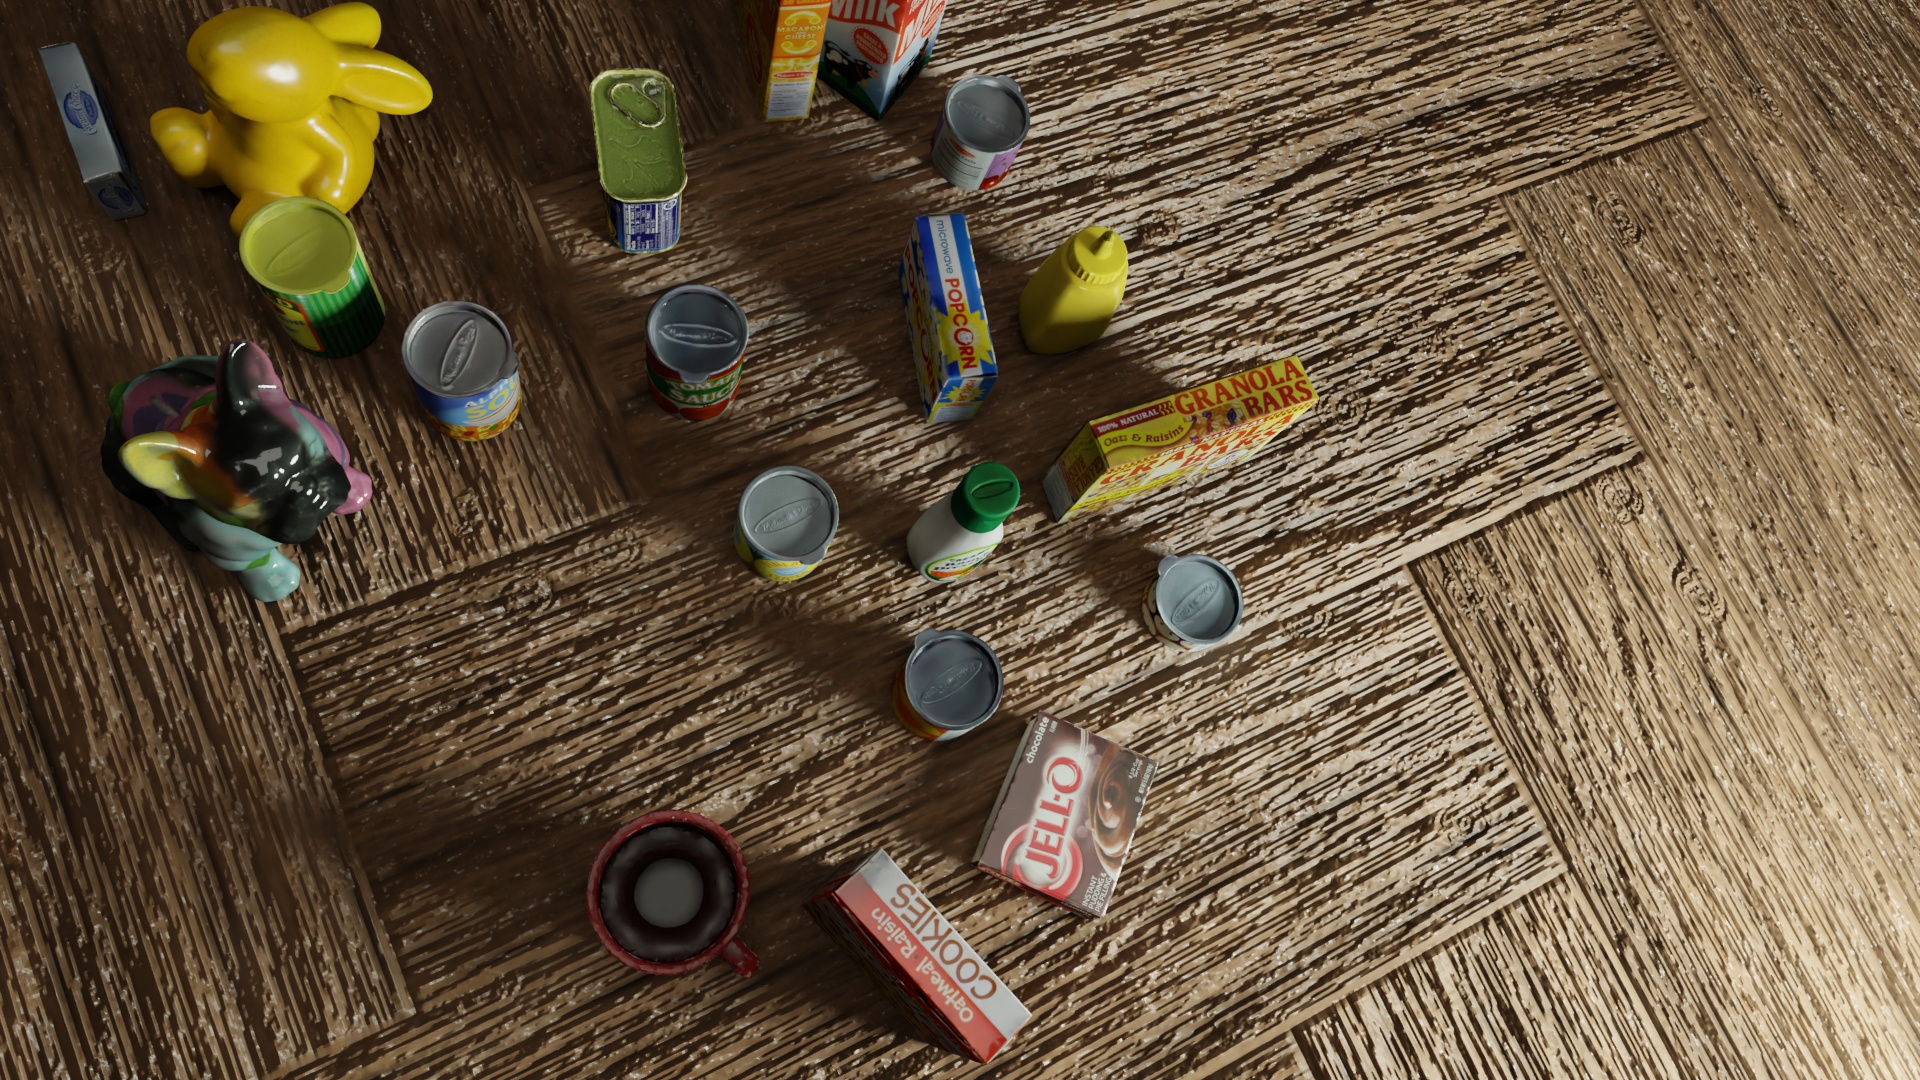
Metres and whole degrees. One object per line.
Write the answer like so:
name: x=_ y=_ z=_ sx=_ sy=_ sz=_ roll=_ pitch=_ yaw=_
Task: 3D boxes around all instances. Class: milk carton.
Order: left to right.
milk carton: x=-0.055 y=-0.395 z=0.996 sx=0.073 sy=0.190 sz=0.072 roll=36 pitch=70 yaw=0

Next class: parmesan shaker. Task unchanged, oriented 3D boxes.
parmesan shaker: x=-0.411 y=-0.164 z=0.892 sx=0.071 sy=0.102 sz=0.071 roll=4 pitch=73 yaw=-11

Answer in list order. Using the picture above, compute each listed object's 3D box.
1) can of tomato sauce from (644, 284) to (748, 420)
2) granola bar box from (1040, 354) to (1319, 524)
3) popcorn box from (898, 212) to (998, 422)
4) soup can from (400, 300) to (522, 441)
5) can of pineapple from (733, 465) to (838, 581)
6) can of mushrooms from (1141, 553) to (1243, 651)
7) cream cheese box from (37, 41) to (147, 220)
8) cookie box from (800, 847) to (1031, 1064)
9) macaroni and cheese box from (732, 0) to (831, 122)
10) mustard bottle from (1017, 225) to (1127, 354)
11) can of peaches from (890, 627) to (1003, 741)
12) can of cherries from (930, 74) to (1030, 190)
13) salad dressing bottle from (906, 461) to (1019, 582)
can of tomato sauce: x=-0.179 y=-0.124 z=0.942 sx=0.071 sy=0.083 sz=0.071 roll=4 pitch=73 yaw=-11
granola bar box: x=0.150 y=-0.071 z=0.977 sx=0.166 sy=0.124 sz=0.039 roll=-19 pitch=79 yaw=-17
popcorn box: x=-0.011 y=-0.157 z=0.989 sx=0.038 sy=0.085 sz=0.127 roll=-7 pitch=75 yaw=-14
soup can: x=-0.320 y=-0.107 z=0.905 sx=0.071 sy=0.083 sz=0.071 roll=4 pitch=73 yaw=-11
can of pineapple: x=-0.118 y=-0.009 z=0.934 sx=0.071 sy=0.057 sz=0.071 roll=4 pitch=73 yaw=-12
can of mushrooms: x=0.164 y=0.043 z=0.994 sx=0.071 sy=0.033 sz=0.071 roll=4 pitch=73 yaw=-12
cream cheese box: x=-0.571 y=-0.269 z=0.915 sx=0.024 sy=0.053 sz=0.104 roll=-21 pitch=79 yaw=-18
cookie box: x=-0.032 y=0.244 z=0.817 sx=0.040 sy=0.167 sz=0.123 roll=-42 pitch=86 yaw=-20
macaroni and cheese box: x=-0.131 y=-0.399 z=0.993 sx=0.040 sy=0.166 sz=0.124 roll=-11 pitch=76 yaw=-15
mustard bottle: x=0.085 y=-0.182 z=0.978 sx=0.065 sy=0.159 sz=0.049 roll=-9 pitch=76 yaw=-15
can of peaches: x=-0.011 y=0.096 z=0.926 sx=0.071 sy=0.058 sz=0.071 roll=4 pitch=73 yaw=-12
can of cherries: x=0.016 y=-0.311 z=1.056 sx=0.071 sy=0.058 sz=0.071 roll=4 pitch=73 yaw=-12
salad dressing bottle: x=0.003 y=-0.011 z=0.914 sx=0.064 sy=0.147 sz=0.044 roll=-15 pitch=78 yaw=-16
